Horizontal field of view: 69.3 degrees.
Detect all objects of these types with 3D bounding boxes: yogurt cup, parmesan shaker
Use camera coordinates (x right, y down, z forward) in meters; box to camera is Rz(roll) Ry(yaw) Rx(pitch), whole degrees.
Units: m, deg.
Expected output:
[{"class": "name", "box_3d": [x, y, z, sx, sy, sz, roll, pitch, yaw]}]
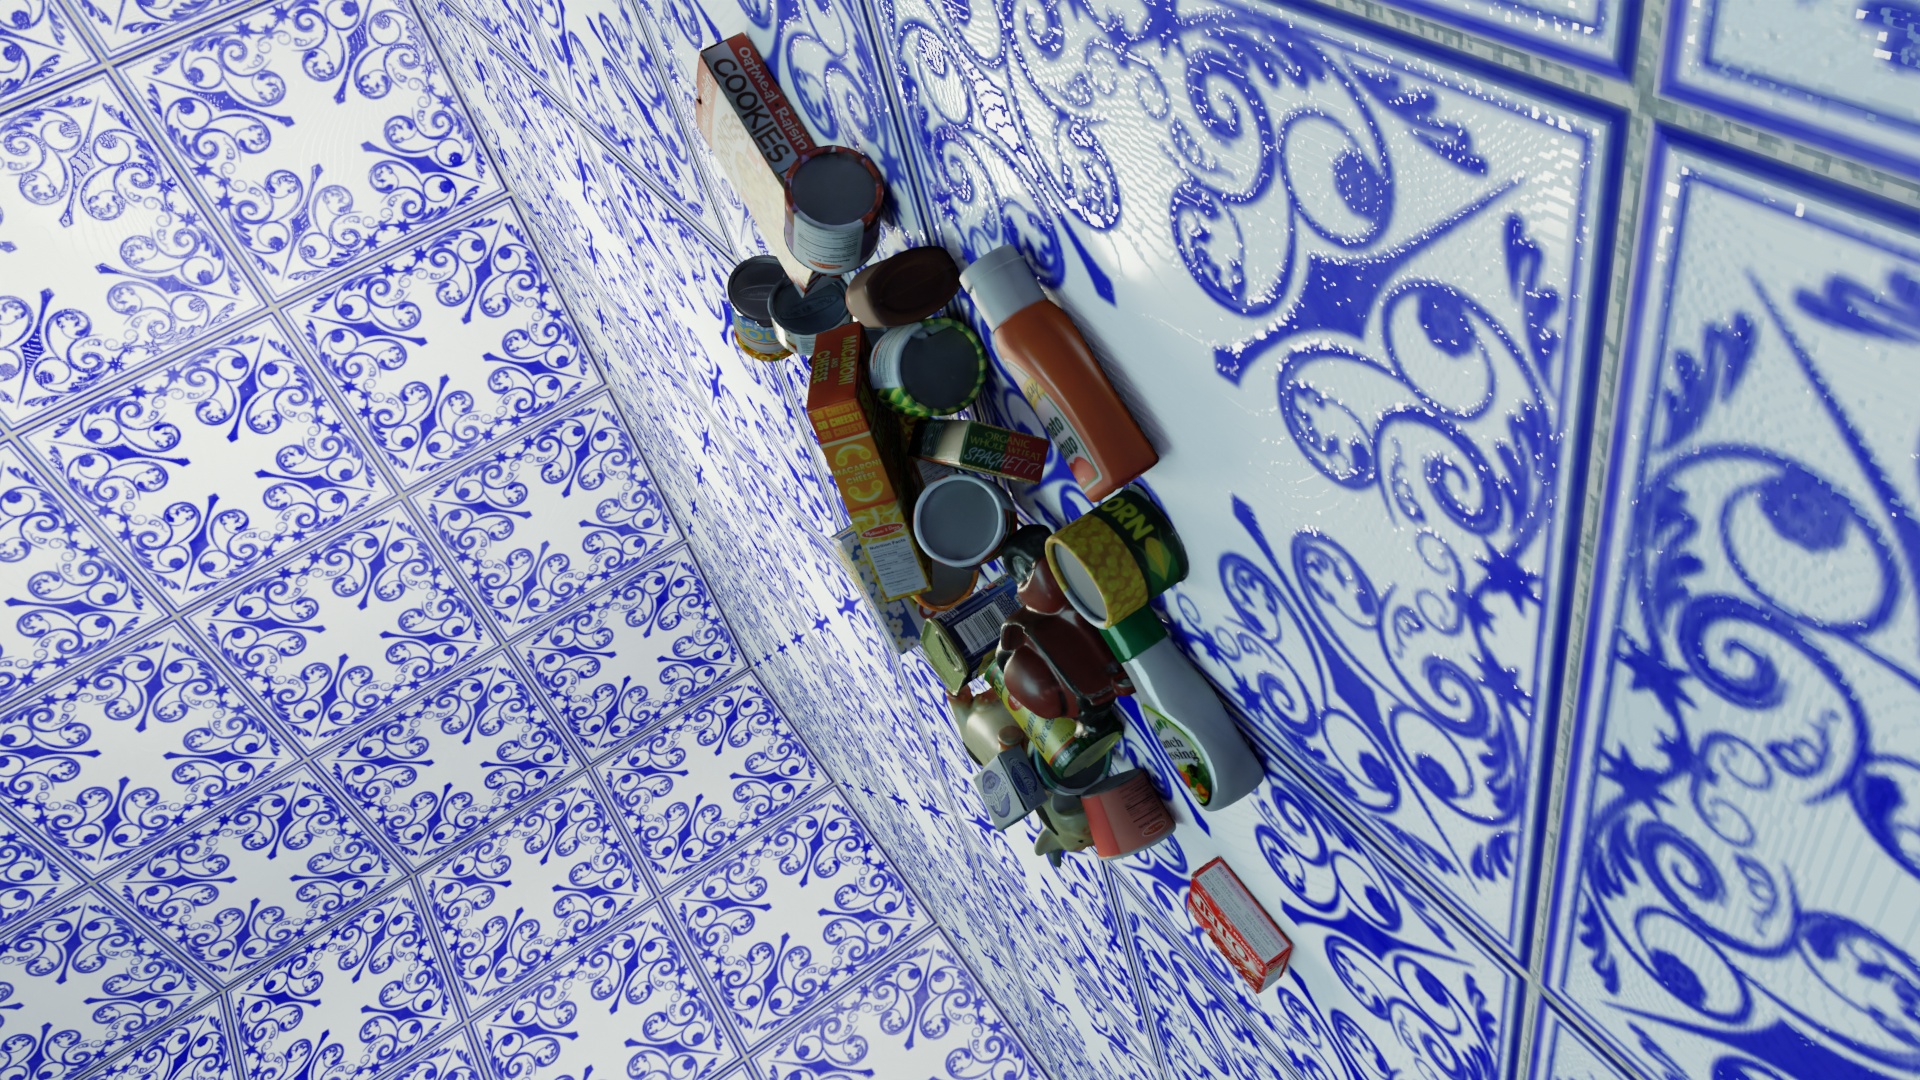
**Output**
[{"class": "yogurt cup", "box_3d": [0.131, 0.218, 1.111, 0.054, 0.072, 0.072, 66, 165, 2]}, {"class": "parmesan shaker", "box_3d": [0.076, 0.129, 1.111, 0.103, 0.071, 0.071, 52, 164, 22]}]

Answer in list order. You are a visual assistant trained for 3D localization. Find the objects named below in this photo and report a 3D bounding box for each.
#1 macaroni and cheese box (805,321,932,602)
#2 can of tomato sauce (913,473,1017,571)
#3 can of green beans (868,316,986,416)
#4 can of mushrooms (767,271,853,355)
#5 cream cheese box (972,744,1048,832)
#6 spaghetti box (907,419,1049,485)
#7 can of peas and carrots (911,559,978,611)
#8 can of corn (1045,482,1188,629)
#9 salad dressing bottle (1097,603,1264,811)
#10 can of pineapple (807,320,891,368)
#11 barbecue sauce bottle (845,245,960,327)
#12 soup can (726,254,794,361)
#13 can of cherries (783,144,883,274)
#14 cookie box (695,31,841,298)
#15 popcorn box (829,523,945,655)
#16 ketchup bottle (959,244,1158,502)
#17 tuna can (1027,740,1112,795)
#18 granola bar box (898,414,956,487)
[{"class": "macaroni and cheese box", "box_3d": [-0.062, -0.058, 1.009, 0.124, 0.040, 0.165, -93, -14, -57]}, {"class": "can of tomato sauce", "box_3d": [0.004, -0.013, 1.001, 0.071, 0.071, 0.083, 57, -173, 4]}, {"class": "can of green beans", "box_3d": [-0.022, -0.116, 0.934, 0.071, 0.071, 0.058, 62, 164, -14]}, {"class": "can of mushrooms", "box_3d": [-0.121, -0.186, 1.122, 0.071, 0.071, 0.033, 52, 165, 24]}, {"class": "cream cheese box", "box_3d": [0.041, 0.212, 1.182, 0.053, 0.024, 0.103, 62, 160, 14]}, {"class": "spaghetti box", "box_3d": [0.005, -0.060, 0.909, 0.250, 0.050, 0.028, -152, 76, -80]}, {"class": "can of peas and carrots", "box_3d": [-0.023, 0.024, 1.226, 0.059, 0.071, 0.070, 33, 151, 57]}, {"class": "can of corn", "box_3d": [0.091, 0.009, 0.828, 0.071, 0.058, 0.071, 52, 164, 22]}, {"class": "salad dressing bottle", "box_3d": [0.137, 0.100, 0.891, 0.147, 0.044, 0.064, 58, 164, 3]}, {"class": "can of pineapple", "box_3d": [-0.077, -0.130, 1.082, 0.071, 0.071, 0.057, 43, 158, 46]}, {"class": "barbecue sauce bottle", "box_3d": [-0.047, -0.166, 0.928, 0.043, 0.065, 0.148, 64, 170, -13]}, {"class": "soup can", "box_3d": [-0.173, -0.205, 1.248, 0.071, 0.071, 0.083, 55, 165, 13]}, {"class": "can of cherries", "box_3d": [-0.086, -0.224, 0.933, 0.071, 0.072, 0.058, 55, 165, 12]}, {"class": "cookie box", "box_3d": [-0.142, -0.279, 1.050, 0.167, 0.040, 0.122, 58, 165, 0]}, {"class": "popcorn box", "box_3d": [-0.053, 0.032, 1.297, 0.126, 0.085, 0.038, 63, 163, -13]}, {"class": "ketchup bottle", "box_3d": [0.054, -0.094, 0.775, 0.149, 0.043, 0.064, 58, 171, 3]}, {"class": "tuna can", "box_3d": [0.091, 0.176, 1.156, 0.071, 0.071, 0.032, 58, 164, 3]}, {"class": "granola bar box", "box_3d": [-0.060, -0.083, 1.180, 0.166, 0.039, 0.123, 48, 163, 35]}]
